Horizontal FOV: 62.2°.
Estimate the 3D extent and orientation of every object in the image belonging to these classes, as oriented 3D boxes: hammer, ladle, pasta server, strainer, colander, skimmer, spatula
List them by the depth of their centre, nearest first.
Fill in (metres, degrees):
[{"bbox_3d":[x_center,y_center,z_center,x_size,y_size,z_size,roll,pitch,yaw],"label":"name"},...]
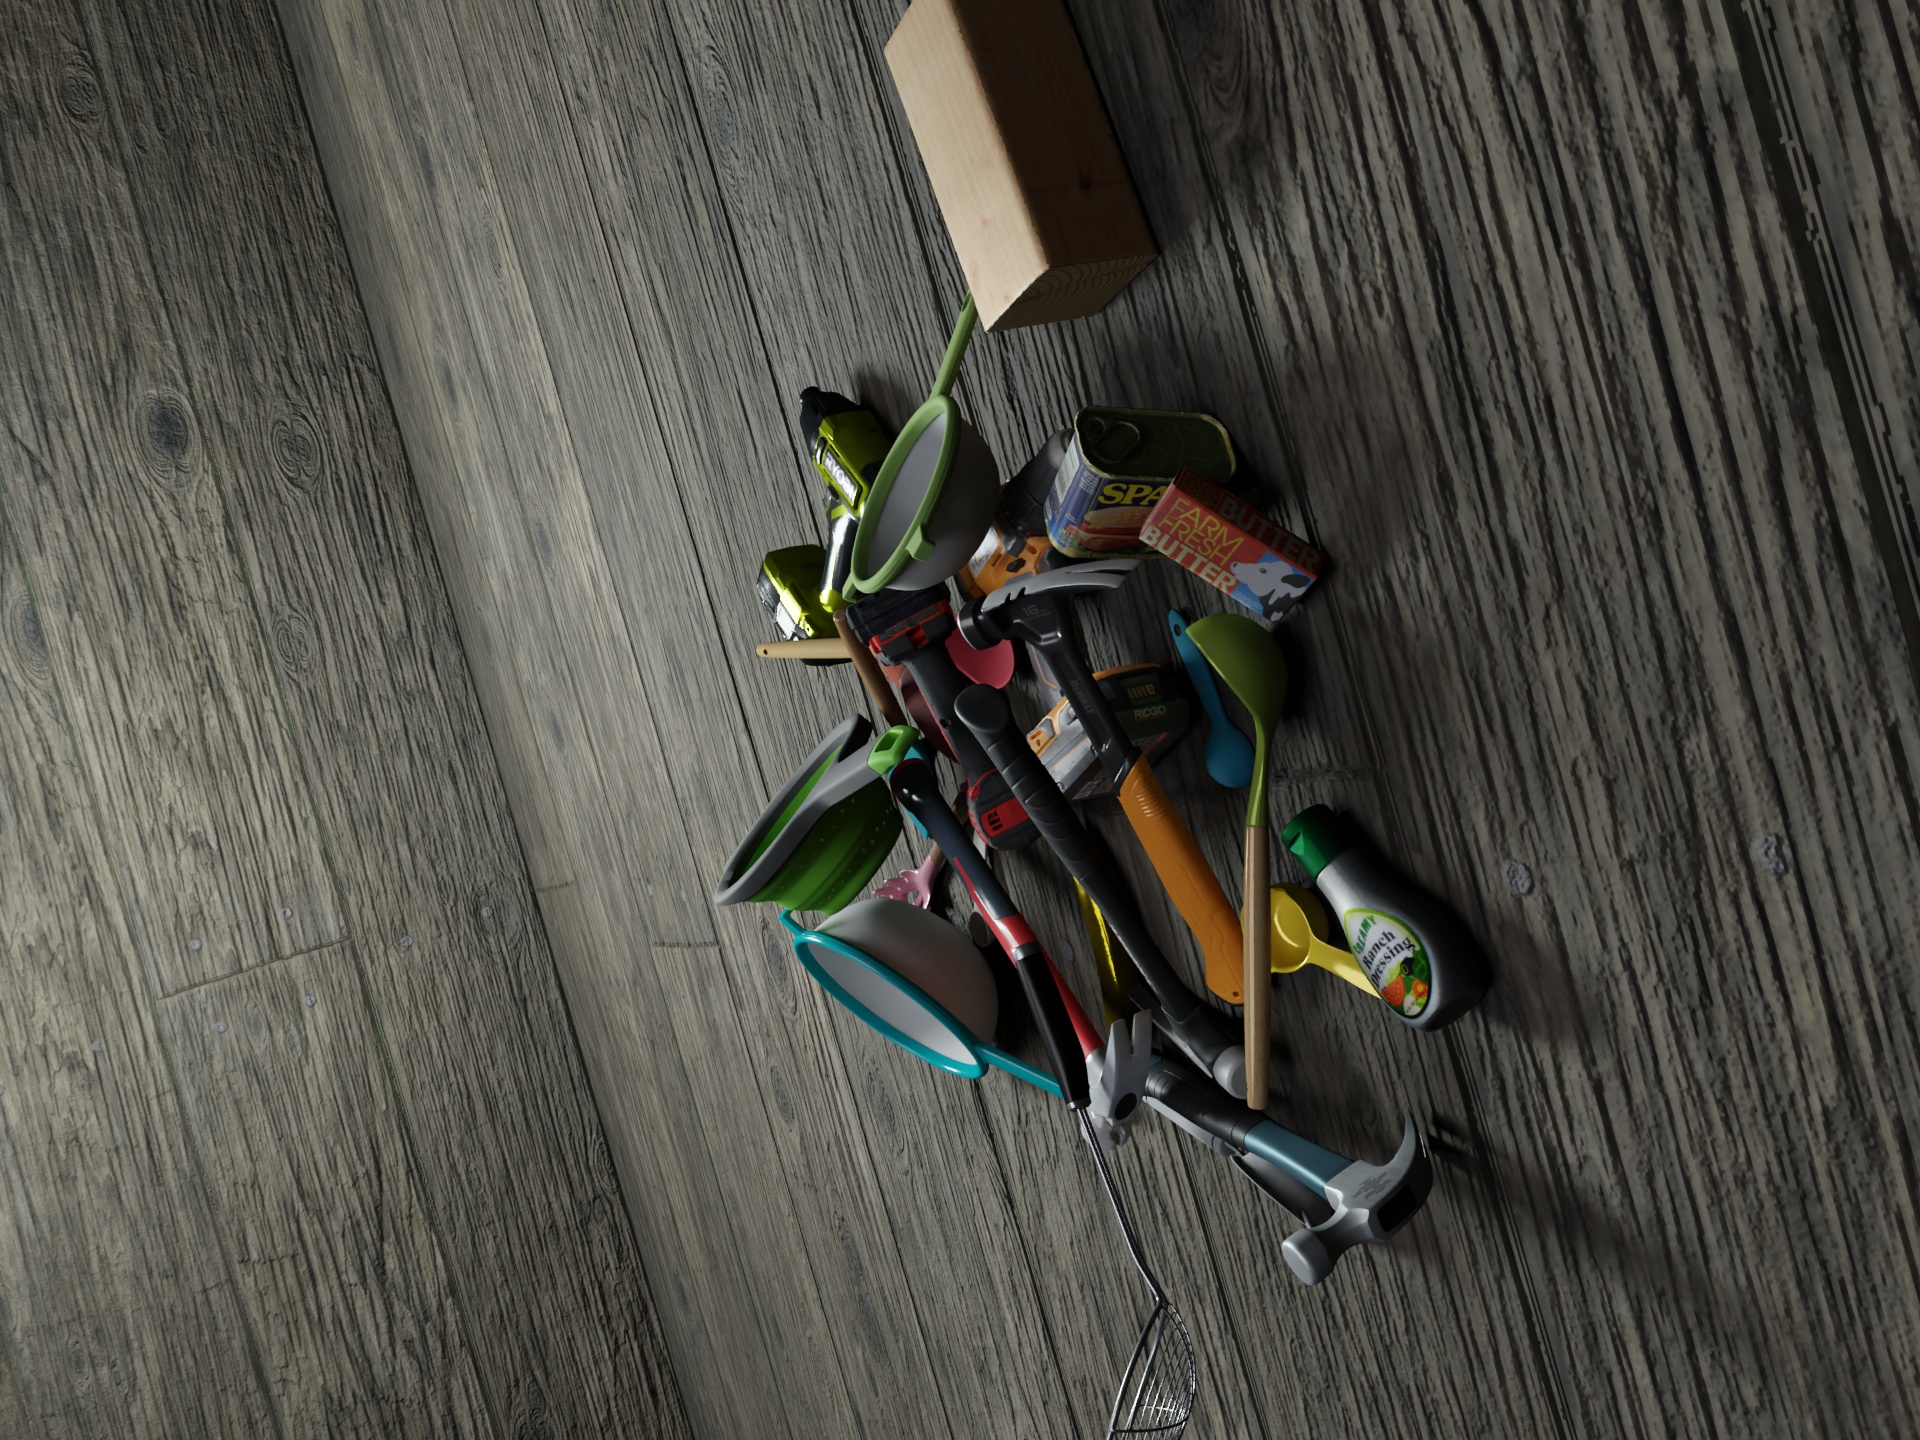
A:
[{"bbox_3d":[0.175,0.092,1.007,0.078,0.062,0.320,-52,-39,-80],"label":"ladle"},{"bbox_3d":[0.127,0.051,1.037,0.127,0.034,0.336,-14,114,39],"label":"hammer"},{"bbox_3d":[0.196,0.278,1.079,0.033,0.128,0.331,65,163,-12],"label":"hammer"},{"bbox_3d":[0.093,0.111,1.088,0.334,0.035,0.146,56,172,-22],"label":"hammer"},{"bbox_3d":[0.078,0.339,1.117,0.127,0.090,0.364,46,-157,-69],"label":"skimmer"},{"bbox_3d":[0.000,-0.198,1.144,0.151,0.069,0.256,-19,50,64],"label":"strainer"},{"bbox_3d":[0.197,0.307,1.152,0.086,0.050,0.259,36,173,-27],"label":"strainer"},{"bbox_3d":[0.037,0.150,1.268,0.387,0.038,0.143,55,151,41],"label":"hammer"},{"bbox_3d":[-0.086,0.082,1.306,0.094,0.204,0.397,38,156,-10],"label":"colander"},{"bbox_3d":[-0.067,-0.061,1.357,0.315,0.031,0.069,1,107,42],"label":"ladle"},{"bbox_3d":[-0.068,-0.001,1.389,0.082,0.044,0.317,57,175,32],"label":"spatula"},{"bbox_3d":[0.009,0.245,1.412,0.341,0.095,0.210,20,153,33],"label":"strainer"},{"bbox_3d":[-0.020,0.112,1.442,0.060,0.040,0.316,52,145,20],"label":"pasta server"}]

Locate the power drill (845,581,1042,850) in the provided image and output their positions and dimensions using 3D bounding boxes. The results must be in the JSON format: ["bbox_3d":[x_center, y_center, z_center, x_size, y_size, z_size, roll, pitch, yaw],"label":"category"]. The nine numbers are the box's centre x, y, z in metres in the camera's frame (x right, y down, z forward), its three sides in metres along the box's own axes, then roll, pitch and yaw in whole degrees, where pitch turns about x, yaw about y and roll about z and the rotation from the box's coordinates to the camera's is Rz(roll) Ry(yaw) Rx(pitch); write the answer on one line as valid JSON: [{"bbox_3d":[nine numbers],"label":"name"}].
[{"bbox_3d":[-0.002,-0.004,1.222,0.219,0.078,0.143,62,180,0],"label":"power drill"}]

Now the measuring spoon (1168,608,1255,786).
[{"bbox_3d":[0.160,-0.014,1.066,0.042,0.021,0.129,-35,75,61],"label":"measuring spoon"}]

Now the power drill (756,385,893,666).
[{"bbox_3d":[-0.112,-0.173,1.422,0.171,0.080,0.223,54,143,30],"label":"power drill"}]

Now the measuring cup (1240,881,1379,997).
[{"bbox_3d":[0.247,0.148,1.003,0.157,0.029,0.062,24,119,40],"label":"measuring cup"}]

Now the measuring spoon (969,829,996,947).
[{"bbox_3d":[0.023,0.142,1.410,0.034,0.018,0.124,27,120,57],"label":"measuring spoon"}]

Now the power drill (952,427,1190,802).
[{"bbox_3d":[0.079,-0.077,1.125,0.226,0.084,0.185,68,150,20],"label":"power drill"}]
